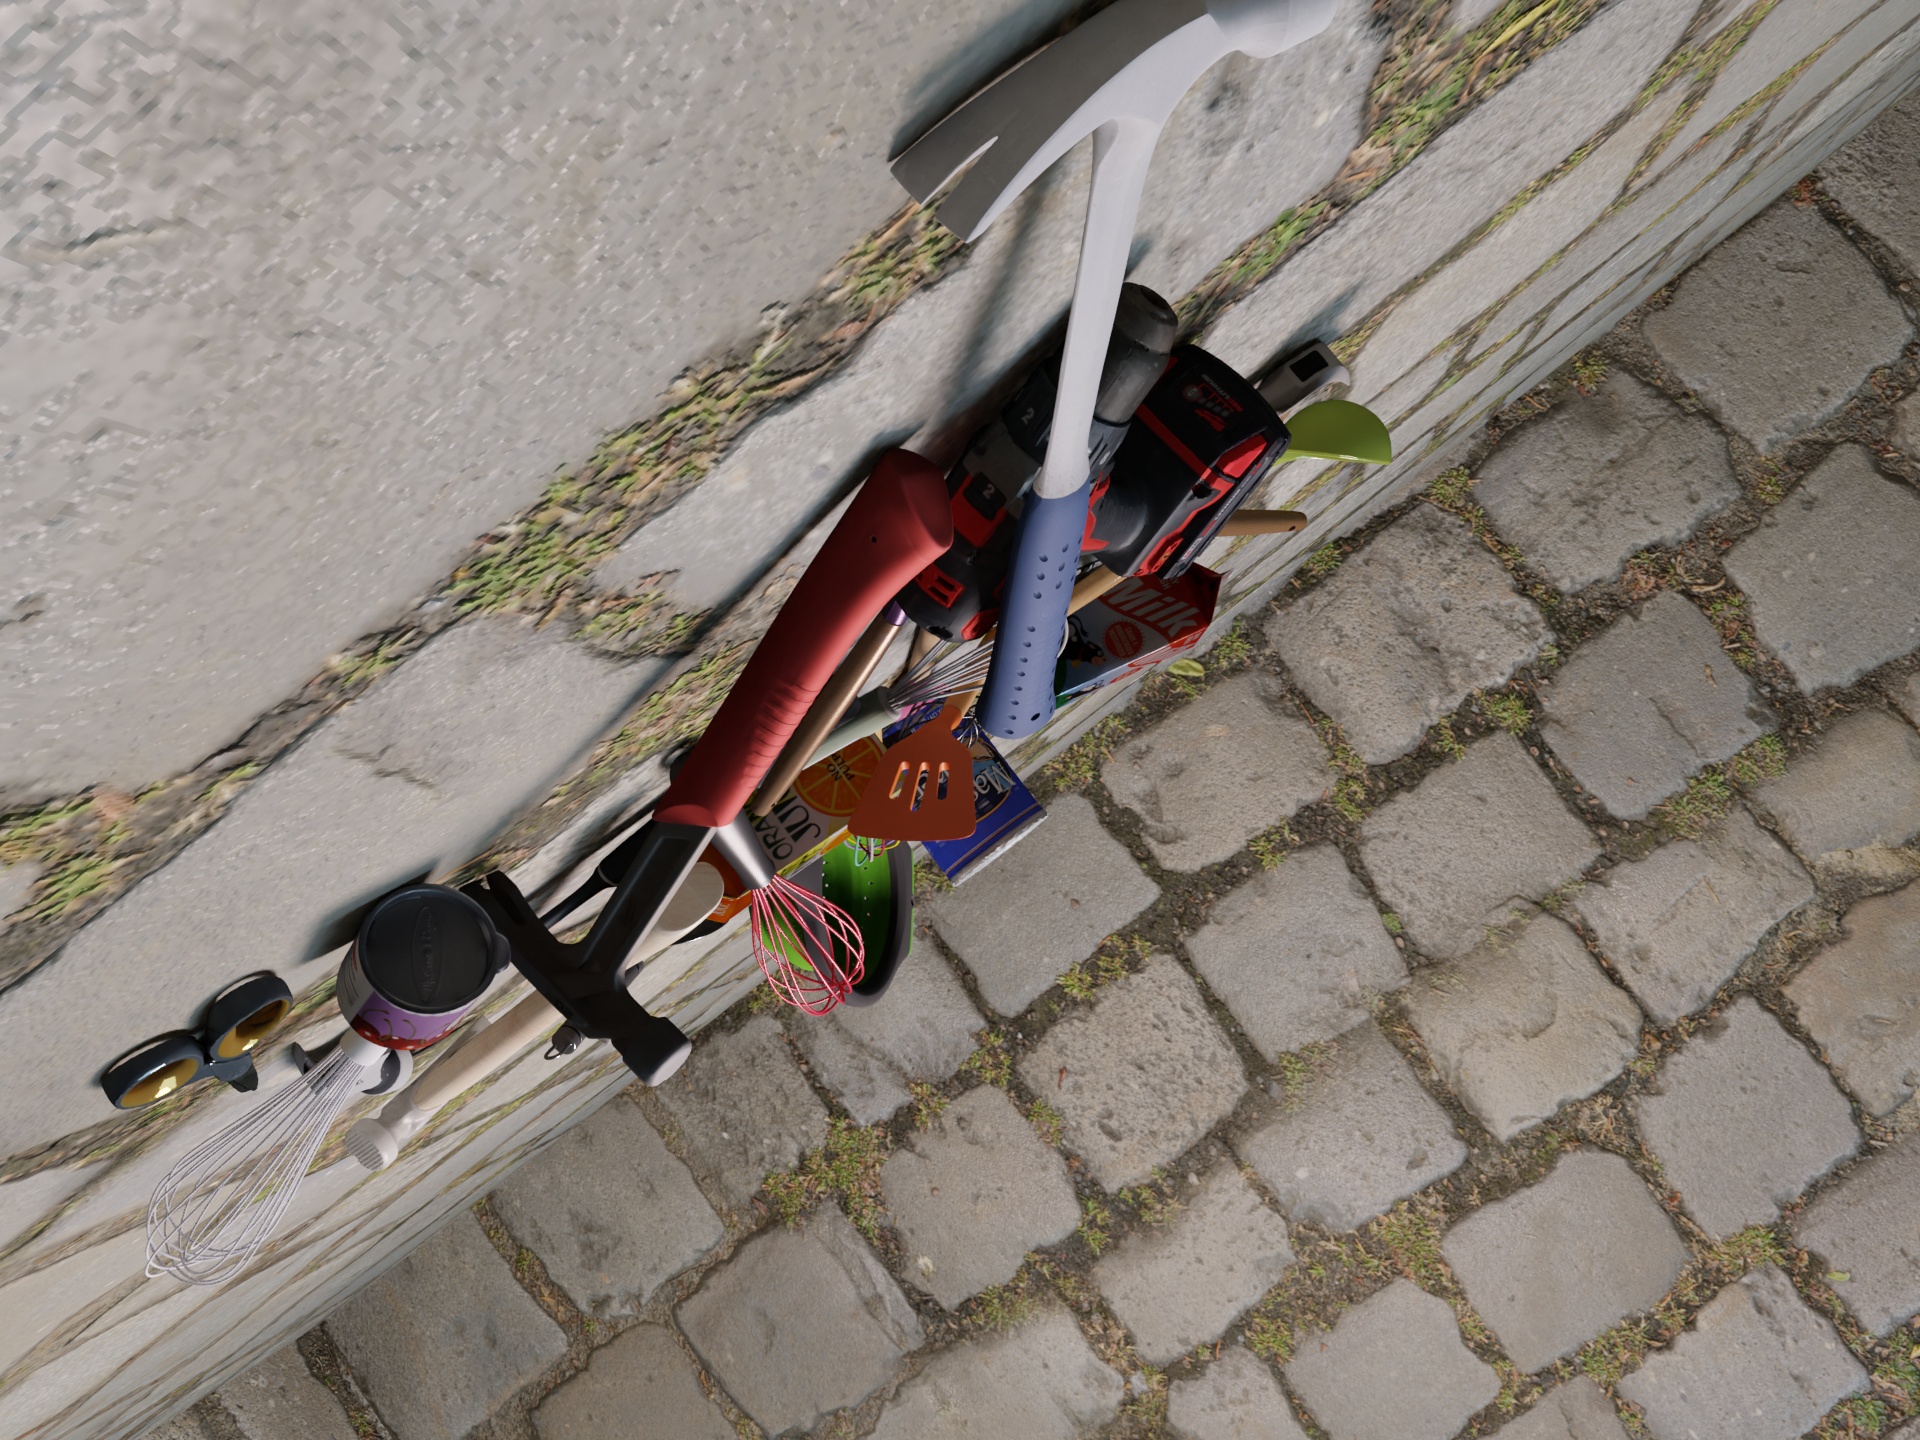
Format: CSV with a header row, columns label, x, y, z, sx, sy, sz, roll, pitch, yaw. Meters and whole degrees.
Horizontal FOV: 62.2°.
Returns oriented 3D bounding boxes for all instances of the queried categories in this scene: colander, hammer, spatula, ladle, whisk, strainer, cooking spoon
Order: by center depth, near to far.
label,x,y,z,sx,sy,sz,roll,pitch,yaw
hammer,0.035,-0.098,0.615,0.144,0.035,0.405,-33,159,-20
hammer,-0.118,0.015,0.756,0.359,0.149,0.037,-54,166,28
whisk,-0.346,0.199,0.868,0.284,0.070,0.070,-48,172,4
spatula,-0.048,-0.043,0.889,0.060,0.018,0.315,-30,163,-50
hammer,-0.231,0.103,0.983,0.409,0.036,0.149,-37,172,-3
spatula,0.105,-0.112,0.993,0.317,0.044,0.082,-7,153,-34
whisk,-0.122,0.106,1.009,0.073,0.073,0.295,-36,143,-11
whisk,-0.039,-0.015,1.027,0.246,0.059,0.058,-28,-161,21
hammer,-0.276,0.187,1.071,0.410,0.038,0.146,-36,-173,38
spatula,-0.002,-0.004,1.102,0.081,0.041,0.323,0,-159,12
cooking spoon,-0.027,-0.040,1.124,0.069,0.017,0.318,-25,171,-12
ladle,0.161,-0.127,1.133,0.320,0.062,0.078,-33,165,32
strainer,-0.245,0.179,1.202,0.087,0.050,0.258,-2,-157,19
hammer,0.199,-0.190,1.228,0.130,0.031,0.331,-34,173,-21
whisk,-0.075,0.052,1.244,0.051,0.047,0.244,-47,162,-23
whisk,-0.045,0.021,1.247,0.055,0.055,0.239,-34,-177,-29
colander,-0.153,0.132,1.327,0.094,0.205,0.396,-4,166,20

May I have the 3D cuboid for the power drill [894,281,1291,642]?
label,x,y,z,sx,sy,sz,roll,pitch,yaw
power drill,0.078,-0.133,0.784,0.226,0.080,0.187,-22,155,-53
